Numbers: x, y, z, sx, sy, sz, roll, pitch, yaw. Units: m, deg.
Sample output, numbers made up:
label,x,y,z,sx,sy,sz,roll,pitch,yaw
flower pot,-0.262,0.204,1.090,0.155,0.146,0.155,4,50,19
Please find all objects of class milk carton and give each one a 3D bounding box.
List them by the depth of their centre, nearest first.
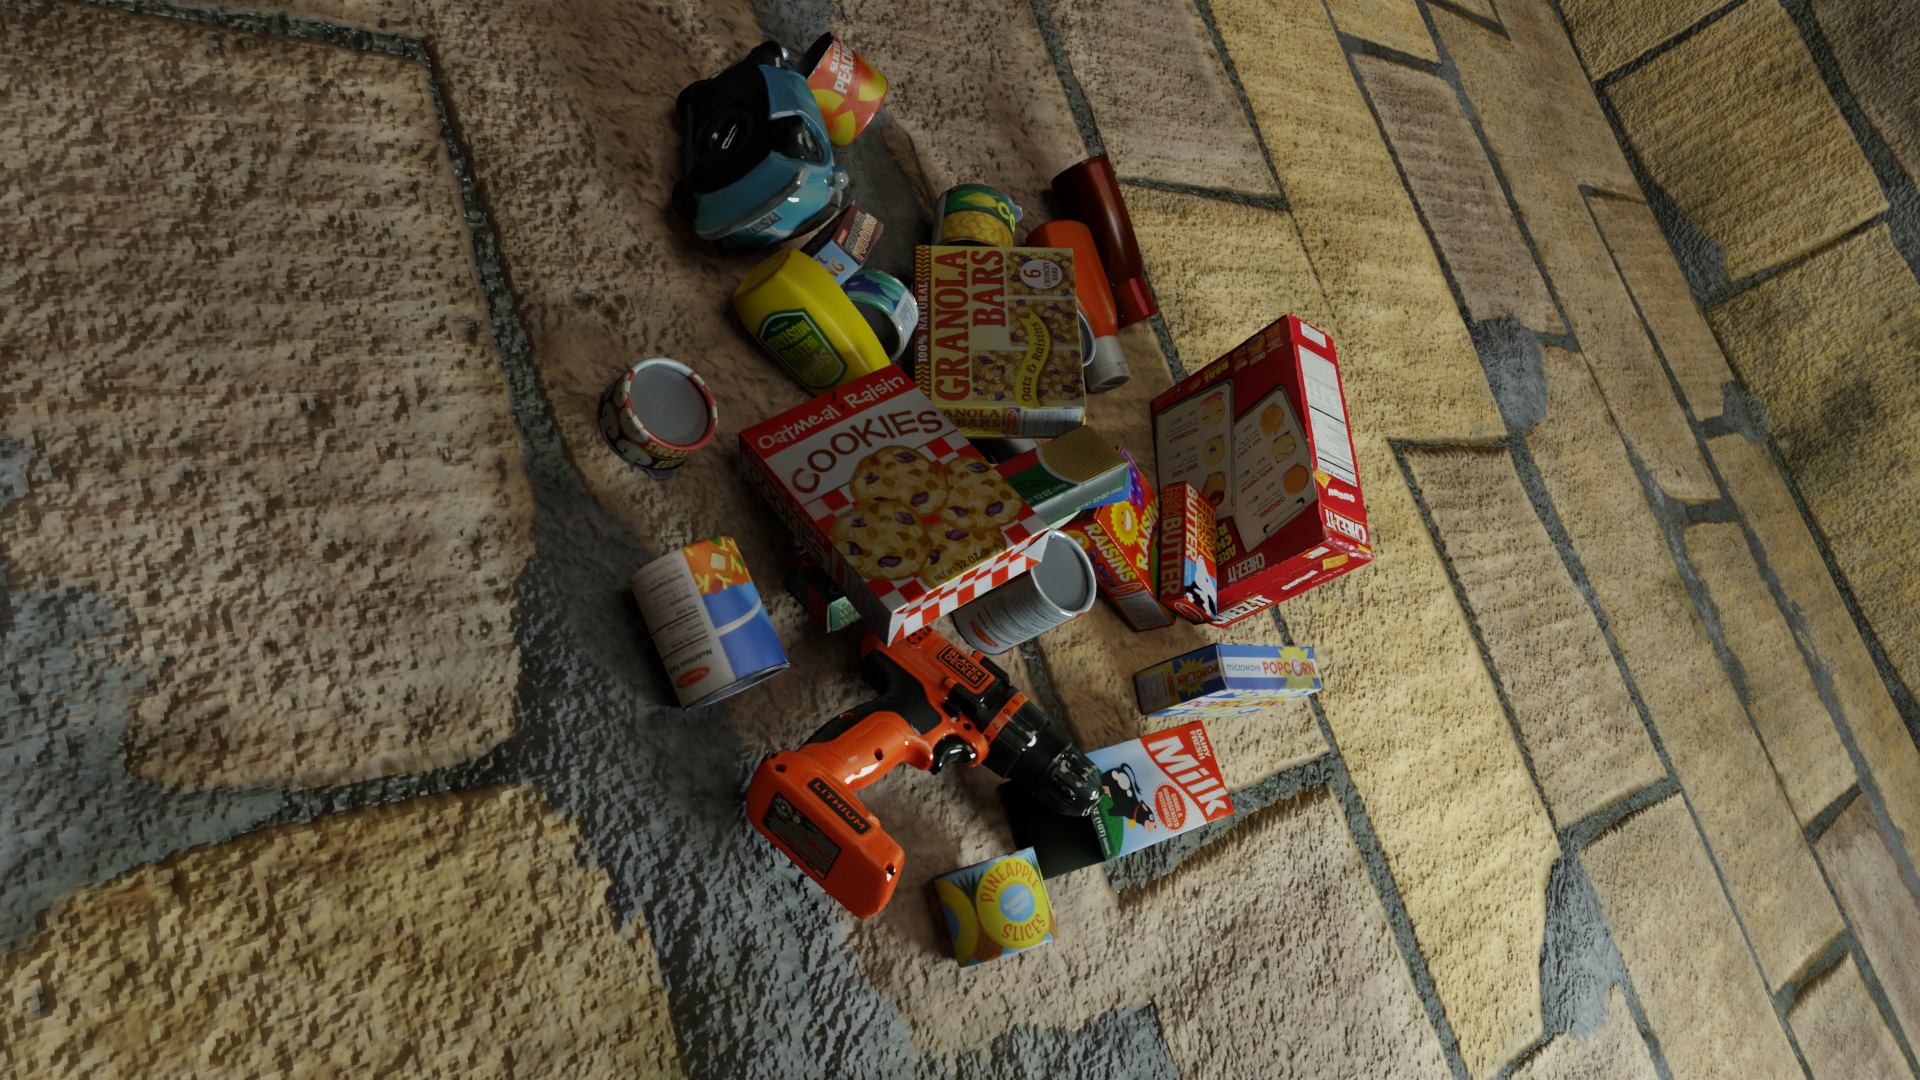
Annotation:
label,x,y,z,sx,sy,sz,roll,pitch,yaw
milk carton,0.125,0.178,0.980,0.191,0.073,0.072,-7,73,-45

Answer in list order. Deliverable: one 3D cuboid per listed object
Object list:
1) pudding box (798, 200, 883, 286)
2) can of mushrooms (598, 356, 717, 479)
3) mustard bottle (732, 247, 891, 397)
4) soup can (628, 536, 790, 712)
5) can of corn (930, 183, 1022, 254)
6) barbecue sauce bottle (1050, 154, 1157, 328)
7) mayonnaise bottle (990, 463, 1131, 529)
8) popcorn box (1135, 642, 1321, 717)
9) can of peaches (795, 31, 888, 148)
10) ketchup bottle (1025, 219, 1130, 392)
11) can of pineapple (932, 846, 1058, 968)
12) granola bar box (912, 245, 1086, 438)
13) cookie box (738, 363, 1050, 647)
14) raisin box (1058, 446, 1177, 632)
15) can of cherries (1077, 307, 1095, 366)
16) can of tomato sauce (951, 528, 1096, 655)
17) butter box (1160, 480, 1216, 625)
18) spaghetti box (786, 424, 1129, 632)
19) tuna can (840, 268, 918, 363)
label,x,y,z,sx,sy,sz,roll,pitch,yaw
pudding box,-0.095,-0.195,0.972,0.030,0.083,0.050,40,46,-21
can of mushrooms,-0.185,-0.076,0.858,0.071,0.033,0.071,23,53,-34
mustard bottle,-0.085,-0.127,0.961,0.160,0.065,0.049,47,41,-24
soup can,-0.144,0.048,0.805,0.071,0.071,0.084,-17,80,-47
can of corn,0.012,-0.240,1.108,0.071,0.071,0.058,28,52,-30
barbecue sauce bottle,0.132,-0.265,1.243,0.044,0.064,0.148,-25,95,-26
mayonnaise bottle,0.049,-0.033,1.004,0.148,0.041,0.065,-12,76,-16
popcorn box,0.211,0.110,1.089,0.127,0.085,0.038,6,66,-42
can of peaches,-0.096,-0.346,1.064,0.058,0.071,0.071,34,48,-27
ketchup bottle,0.106,-0.201,1.194,0.065,0.043,0.149,-5,72,-44
can of pineapple,0.023,0.226,0.860,0.071,0.070,0.058,-4,72,-45
granola bar box,0.026,-0.149,1.035,0.124,0.038,0.166,0,53,-2
cookie box,-0.044,-0.029,0.882,0.123,0.040,0.168,-28,61,-27
raisin box,0.132,0.000,1.091,0.123,0.040,0.086,51,42,-28
can of cherries,0.065,-0.155,1.120,0.071,0.058,0.072,23,54,-35
can of tomato sauce,0.044,0.035,0.976,0.071,0.082,0.071,22,54,-34
butter box,0.181,0.010,1.097,0.053,0.024,0.104,33,52,-44
spaghetti box,0.003,-0.012,0.927,0.251,0.028,0.050,-26,51,-27
tuna can,-0.068,-0.159,0.992,0.071,0.071,0.033,40,47,-21
